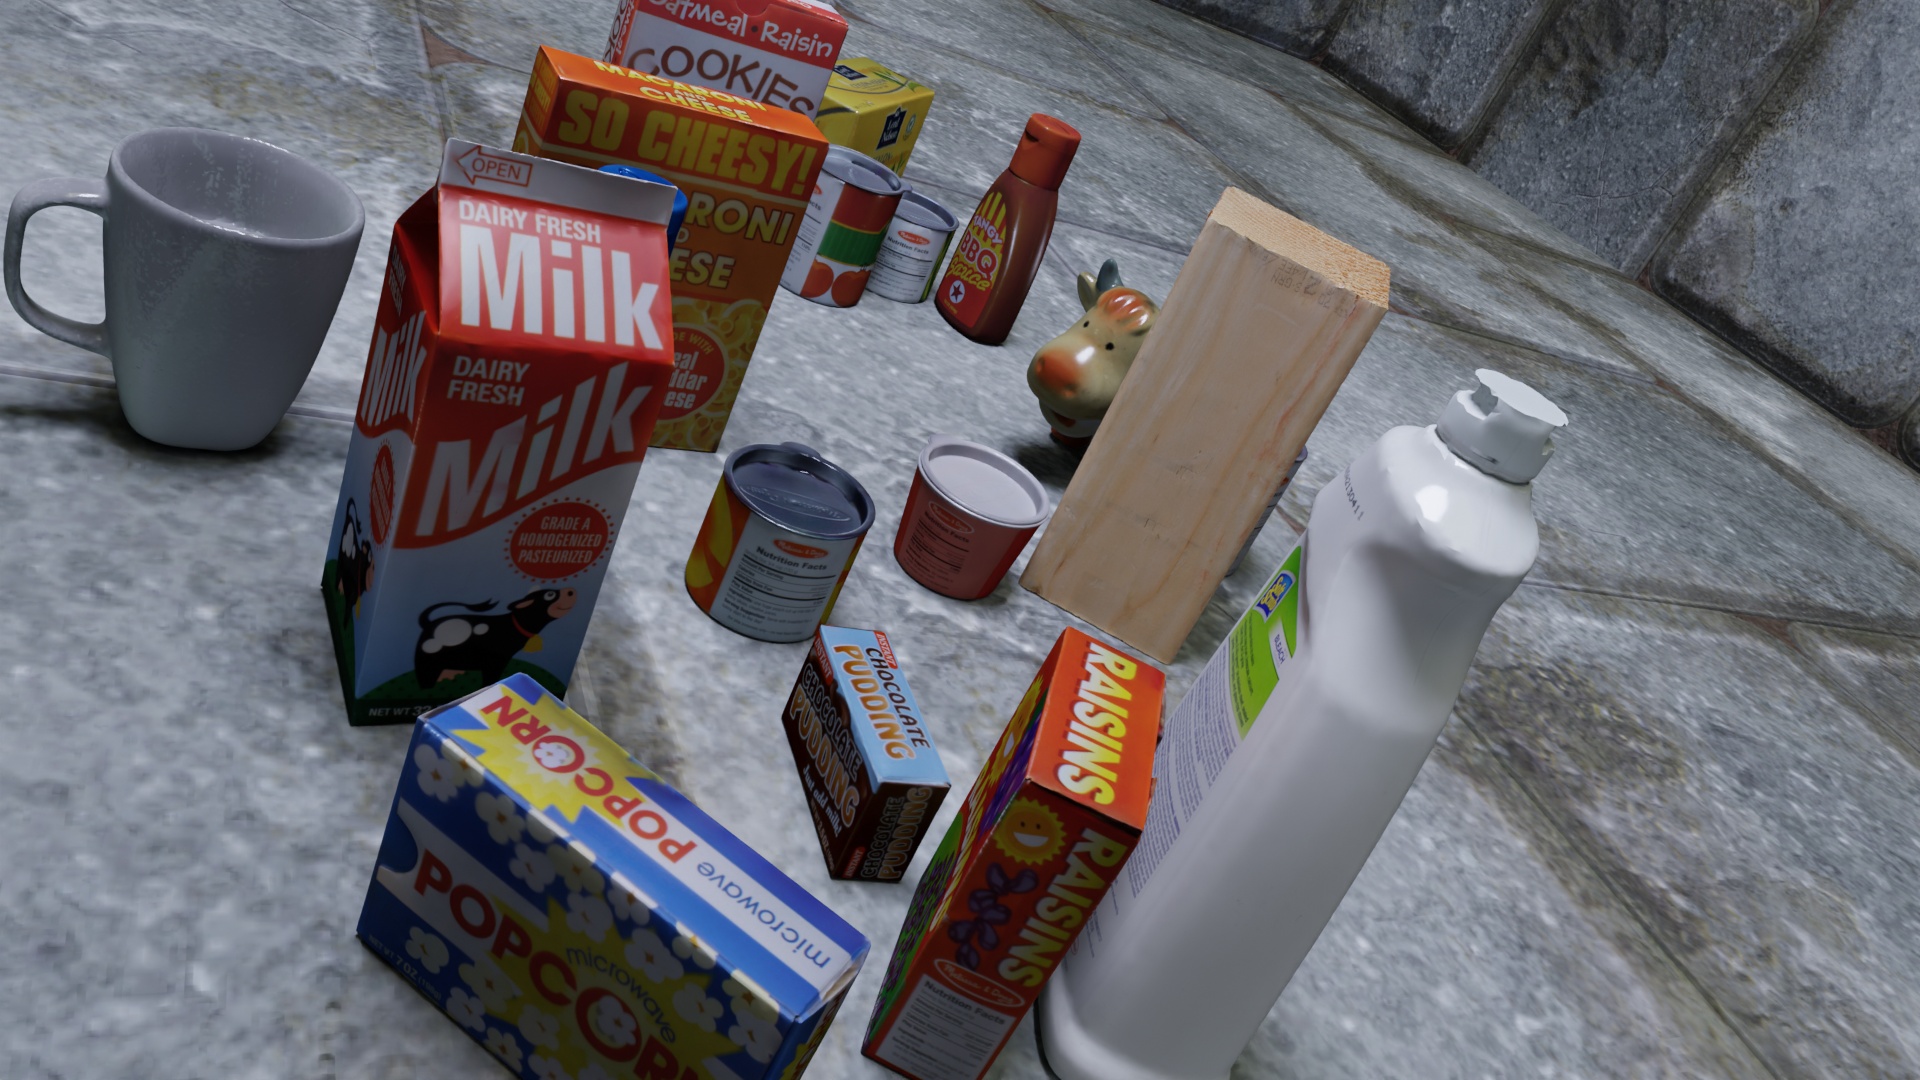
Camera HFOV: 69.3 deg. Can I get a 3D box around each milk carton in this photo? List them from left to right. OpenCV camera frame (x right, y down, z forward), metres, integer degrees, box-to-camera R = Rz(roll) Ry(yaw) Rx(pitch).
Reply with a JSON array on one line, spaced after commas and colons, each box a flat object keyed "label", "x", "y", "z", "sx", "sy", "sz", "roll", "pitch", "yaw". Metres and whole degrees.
[{"label": "milk carton", "x": -0.150, "y": -0.035, "z": 0.449, "sx": 0.072, "sy": 0.189, "sz": 0.074, "roll": 3, "pitch": 36, "yaw": -36}]

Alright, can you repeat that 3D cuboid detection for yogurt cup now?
[{"label": "yogurt cup", "x": 0.002, "y": -0.008, "z": 0.670, "sx": 0.072, "sy": 0.053, "sz": 0.073, "roll": 20, "pitch": 29, "yaw": -12}]

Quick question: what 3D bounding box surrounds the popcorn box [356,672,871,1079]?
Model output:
[{"label": "popcorn box", "x": -0.095, "y": 0.106, "z": 0.370, "sx": 0.127, "sy": 0.084, "sz": 0.038, "roll": 34, "pitch": 29, "yaw": 14}]

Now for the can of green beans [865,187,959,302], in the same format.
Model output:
[{"label": "can of green beans", "x": -0.042, "y": -0.204, "z": 0.952, "sx": 0.071, "sy": 0.057, "sz": 0.071, "roll": 20, "pitch": 29, "yaw": -12}]

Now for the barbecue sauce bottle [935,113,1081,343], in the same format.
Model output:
[{"label": "barbecue sauce bottle", "x": 0.034, "y": -0.209, "z": 0.927, "sx": 0.044, "sy": 0.147, "sz": 0.065, "roll": 1, "pitch": 37, "yaw": -39}]

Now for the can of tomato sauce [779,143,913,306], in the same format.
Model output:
[{"label": "can of tomato sauce", "x": -0.079, "y": -0.201, "z": 0.891, "sx": 0.071, "sy": 0.082, "sz": 0.071, "roll": 20, "pitch": 29, "yaw": -12}]

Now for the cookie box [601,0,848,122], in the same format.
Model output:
[{"label": "cookie box", "x": -0.153, "y": -0.251, "z": 0.825, "sx": 0.123, "sy": 0.166, "sz": 0.040, "roll": 7, "pitch": 34, "yaw": -32}]

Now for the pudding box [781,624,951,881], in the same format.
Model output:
[{"label": "pudding box", "x": -0.036, "y": 0.076, "z": 0.506, "sx": 0.030, "sy": 0.049, "sz": 0.084, "roll": 9, "pitch": 33, "yaw": -29}]

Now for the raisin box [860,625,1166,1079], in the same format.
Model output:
[{"label": "raisin box", "x": 0.018, "y": 0.100, "z": 0.433, "sx": 0.040, "sy": 0.122, "sz": 0.086, "roll": 26, "pitch": 28, "yaw": 0}]

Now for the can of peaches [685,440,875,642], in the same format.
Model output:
[{"label": "can of peaches", "x": -0.077, "y": 0.000, "z": 0.589, "sx": 0.071, "sy": 0.057, "sz": 0.071, "roll": 20, "pitch": 29, "yaw": -12}]

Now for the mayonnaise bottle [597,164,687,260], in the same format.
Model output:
[{"label": "mayonnaise bottle", "x": -0.149, "y": -0.077, "z": 0.563, "sx": 0.065, "sy": 0.147, "sz": 0.041, "roll": 40, "pitch": 31, "yaw": 24}]

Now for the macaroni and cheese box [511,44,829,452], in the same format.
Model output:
[{"label": "macaroni and cheese box", "x": -0.146, "y": -0.123, "z": 0.622, "sx": 0.124, "sy": 0.165, "sz": 0.040, "roll": 4, "pitch": 35, "yaw": -35}]

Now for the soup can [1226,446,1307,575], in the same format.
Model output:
[{"label": "soup can", "x": 0.148, "y": -0.033, "z": 0.797, "sx": 0.071, "sy": 0.083, "sz": 0.072, "roll": 20, "pitch": 29, "yaw": -12}]
